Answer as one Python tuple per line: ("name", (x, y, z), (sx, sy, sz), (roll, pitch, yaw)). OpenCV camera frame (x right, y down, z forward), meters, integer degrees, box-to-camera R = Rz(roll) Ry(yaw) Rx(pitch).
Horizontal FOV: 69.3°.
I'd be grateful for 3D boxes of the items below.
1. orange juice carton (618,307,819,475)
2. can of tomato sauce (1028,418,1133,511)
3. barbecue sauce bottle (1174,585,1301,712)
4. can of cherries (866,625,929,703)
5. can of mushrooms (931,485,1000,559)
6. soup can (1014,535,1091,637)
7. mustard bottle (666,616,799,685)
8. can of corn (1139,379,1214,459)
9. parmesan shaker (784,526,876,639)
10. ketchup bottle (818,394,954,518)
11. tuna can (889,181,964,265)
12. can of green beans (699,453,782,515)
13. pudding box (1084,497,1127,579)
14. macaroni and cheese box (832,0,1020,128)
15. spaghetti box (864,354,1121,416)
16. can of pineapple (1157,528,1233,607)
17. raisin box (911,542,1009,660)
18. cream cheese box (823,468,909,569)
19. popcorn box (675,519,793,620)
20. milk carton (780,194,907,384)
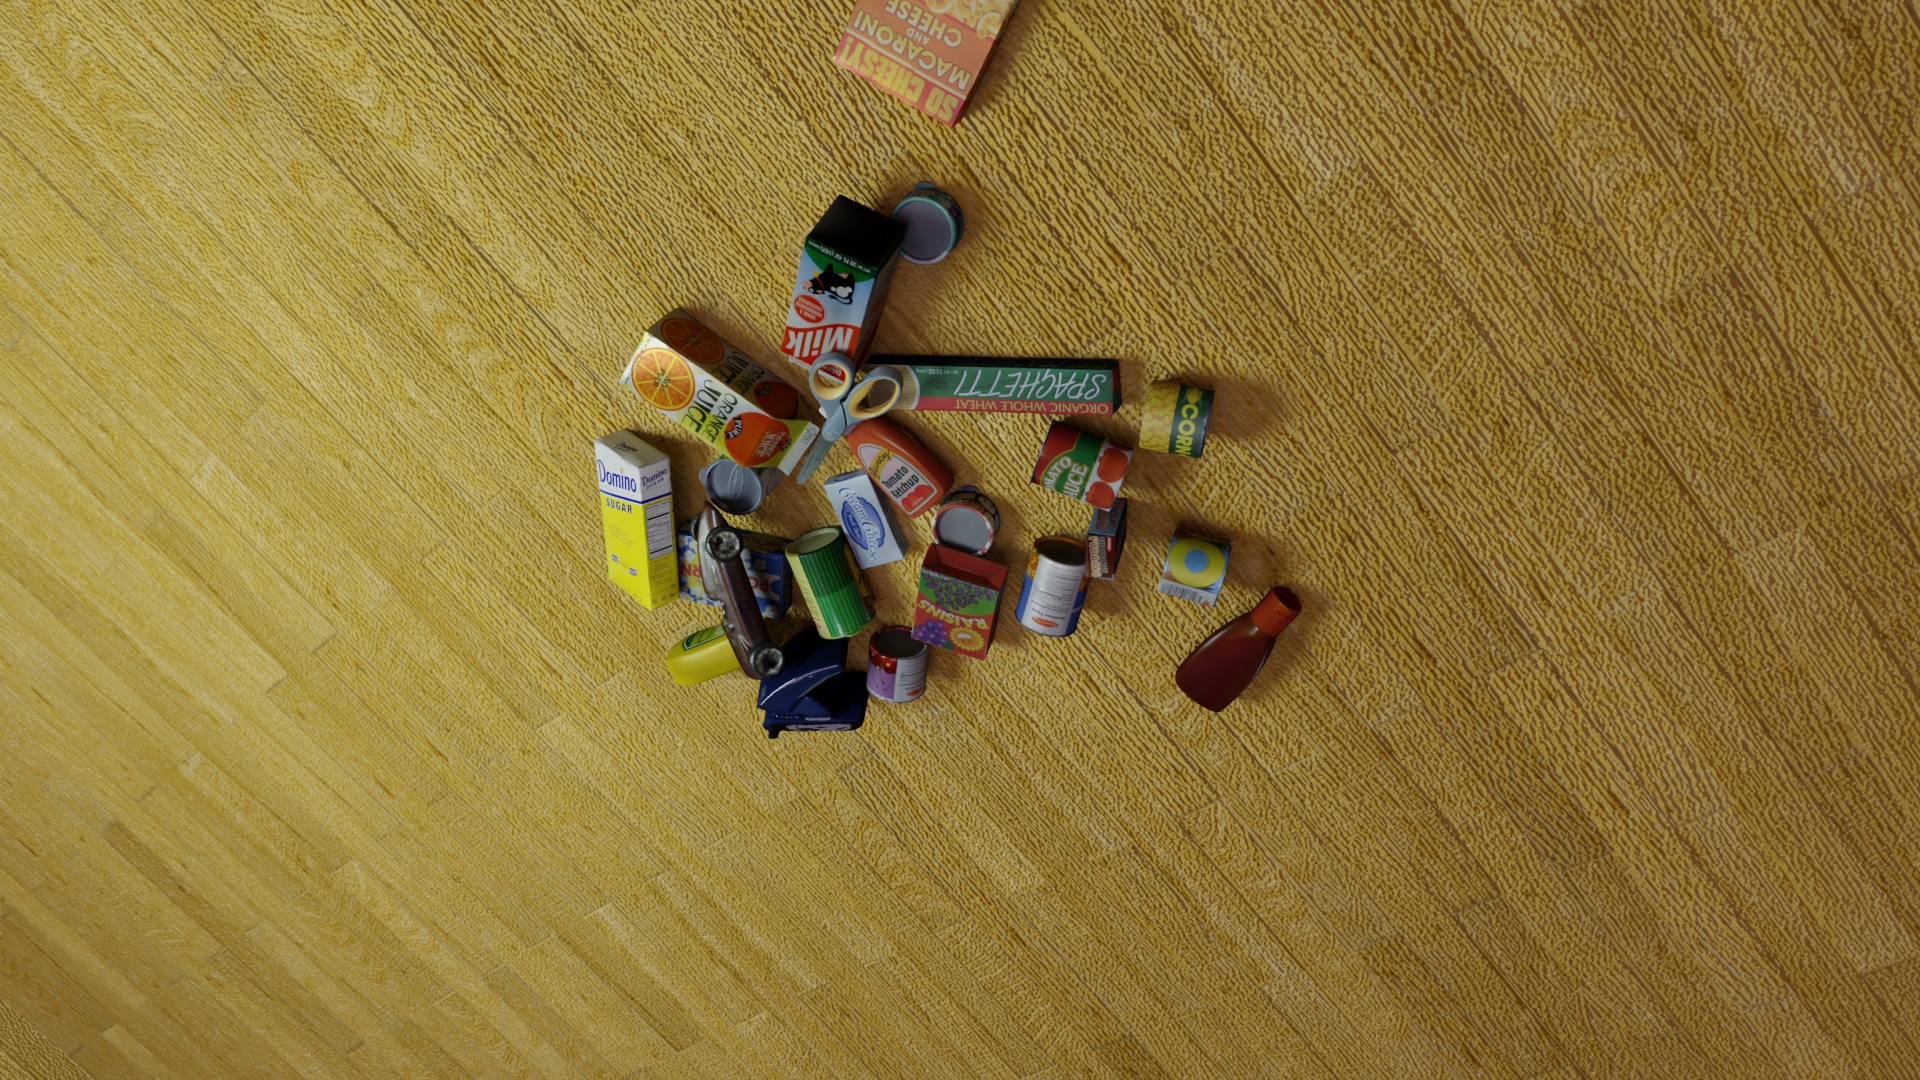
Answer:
("orange juice carton", (-0.237, -0.143, 1.402), (0.193, 0.073, 0.071), (34, 122, -4))
("can of tomato sauce", (0.116, -0.071, 1.339), (0.083, 0.071, 0.070), (21, 122, 4))
("barbecue sauce bottle", (0.284, 0.108, 1.403), (0.065, 0.044, 0.147), (35, 121, -4))
("can of cherries", (-0.070, 0.133, 1.510), (0.071, 0.072, 0.058), (11, 121, 11))
("can of mushrooms", (0.005, -0.018, 1.423), (0.071, 0.034, 0.070), (8, 120, 13))
("soup can", (0.097, 0.044, 1.411), (0.071, 0.072, 0.083), (17, 117, 7))
("mustard bottle", (-0.251, 0.115, 1.557), (0.160, 0.065, 0.048), (-21, 110, 17))
("can of corn", (0.201, -0.112, 1.290), (0.058, 0.071, 0.070), (12, 121, 11))
("parmesan shaker", (-0.137, 0.045, 1.477), (0.071, 0.072, 0.102), (-11, 114, 21))
("ketchup bottle", (-0.077, -0.092, 1.400), (0.148, 0.044, 0.064), (45, 130, -9))
("tuna can", (-0.033, -0.292, 1.283), (0.071, 0.033, 0.070), (7, 120, 12))
("can of green beans", (-0.226, -0.068, 1.448), (0.071, 0.058, 0.071), (7, 120, 13))
("pudding box", (0.143, -0.003, 1.360), (0.030, 0.084, 0.049), (6, 119, 13))
("macaroni and cheese box", (-0.019, -0.458, 1.183), (0.124, 0.040, 0.165), (30, 122, -1))
("spaghetti box", (0.030, -0.151, 1.345), (0.250, 0.029, 0.050), (3, 120, 15))
("can of pineapple", (0.230, 0.025, 1.362), (0.058, 0.071, 0.070), (16, 121, 8))
("raisin box", (-0.002, 0.065, 1.446), (0.086, 0.040, 0.122), (17, 139, 6))
("cream cheese box", (-0.098, -0.024, 1.454), (0.053, 0.024, 0.103), (-15, 113, 20))
("popcorn box", (-0.248, 0.032, 1.522), (0.127, 0.038, 0.084), (11, 119, 11))
("milk carton", (-0.116, -0.221, 1.307), (0.072, 0.074, 0.189), (25, 140, 2))
